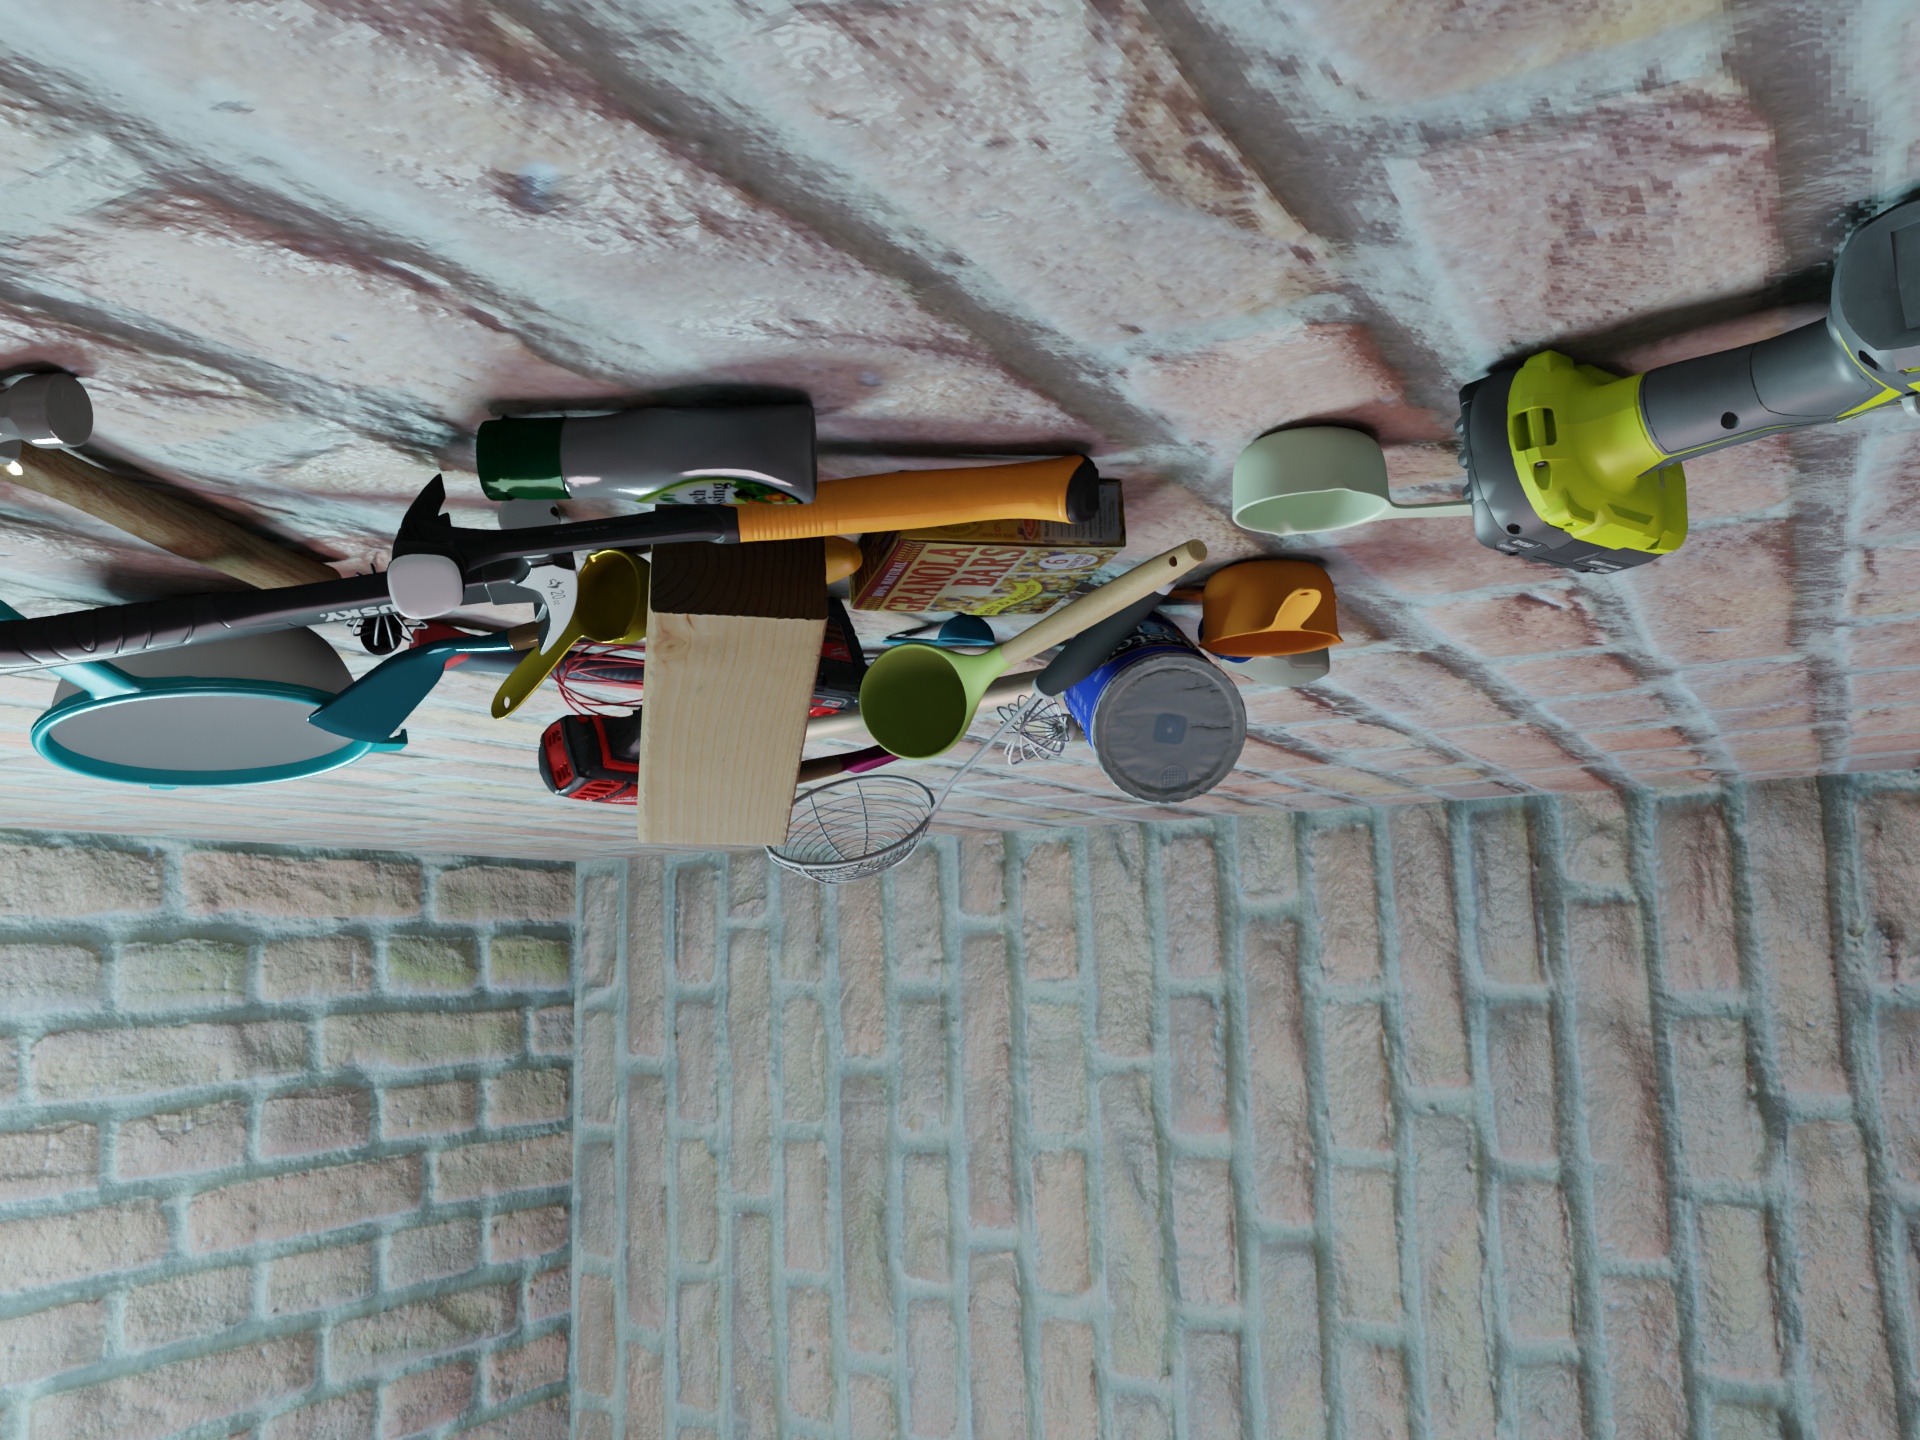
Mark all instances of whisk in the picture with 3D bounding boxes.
[{"bbox_3d":[0.076,0.007,1.241,0.058,0.059,0.246,29,-173,15],"label":"whisk"},{"bbox_3d":[-0.183,-0.034,1.225,0.295,0.073,0.073,-1,174,-43],"label":"whisk"},{"bbox_3d":[-0.375,-0.066,1.037,0.055,0.055,0.239,2,176,-21],"label":"whisk"}]

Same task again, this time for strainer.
[{"bbox_3d":[-0.512,-0.045,1.012,0.211,0.095,0.340,-10,162,4],"label":"strainer"}]

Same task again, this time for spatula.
[{"bbox_3d":[-0.262,-0.047,1.023,0.317,0.044,0.082,-14,165,11],"label":"spatula"}]

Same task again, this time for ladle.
[{"bbox_3d":[0.035,-0.044,0.944,0.062,0.078,0.320,-21,177,-33],"label":"ladle"}]

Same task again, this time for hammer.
[{"bbox_3d":[-0.099,-0.101,0.776,0.337,0.034,0.127,-7,-154,-9],"label":"hammer"},{"bbox_3d":[-0.029,-0.014,1.273,0.410,0.038,0.146,-10,171,6],"label":"hammer"},{"bbox_3d":[-0.260,-0.035,1.277,0.386,0.038,0.143,7,170,-44],"label":"hammer"},{"bbox_3d":[-0.377,-0.058,0.866,0.334,0.035,0.146,-10,161,-9],"label":"hammer"},{"bbox_3d":[-0.414,-0.104,0.809,0.130,0.031,0.331,-3,172,6],"label":"hammer"}]

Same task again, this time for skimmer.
[{"bbox_3d":[-0.002,-0.004,1.099,0.363,0.090,0.127,-45,-172,32],"label":"skimmer"}]

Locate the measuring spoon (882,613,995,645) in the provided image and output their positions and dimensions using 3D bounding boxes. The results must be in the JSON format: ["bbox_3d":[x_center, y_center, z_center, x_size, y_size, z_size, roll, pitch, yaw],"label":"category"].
[{"bbox_3d":[-0.021,-0.068,1.192,0.042,0.021,0.129,5,178,-36],"label":"measuring spoon"}]

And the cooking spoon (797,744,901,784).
[{"bbox_3d":[-0.112,0.037,1.204,0.069,0.017,0.319,-27,172,37],"label":"cooking spoon"}]

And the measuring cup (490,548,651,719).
[{"bbox_3d":[-0.238,-0.047,0.983,0.156,0.062,0.029,-39,156,28],"label":"measuring cup"}]

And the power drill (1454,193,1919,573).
[{"bbox_3d":[0.343,-0.127,0.648,0.190,0.080,0.228,6,166,-38],"label":"power drill"}]

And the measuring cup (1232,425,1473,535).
[{"bbox_3d":[0.217,-0.121,0.792,0.167,0.038,0.083,-2,172,-8],"label":"measuring cup"}]

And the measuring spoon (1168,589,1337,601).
[{"bbox_3d":[0.202,-0.089,1.101,0.117,0.011,0.021,2,171,0],"label":"measuring spoon"}]

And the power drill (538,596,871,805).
[{"bbox_3d":[-0.175,-0.006,1.105,0.219,0.079,0.143,-32,156,30],"label":"power drill"}]

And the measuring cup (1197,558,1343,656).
[{"bbox_3d":[0.202,-0.082,1.003,0.095,0.052,0.173,-2,170,1],"label":"measuring cup"}]
